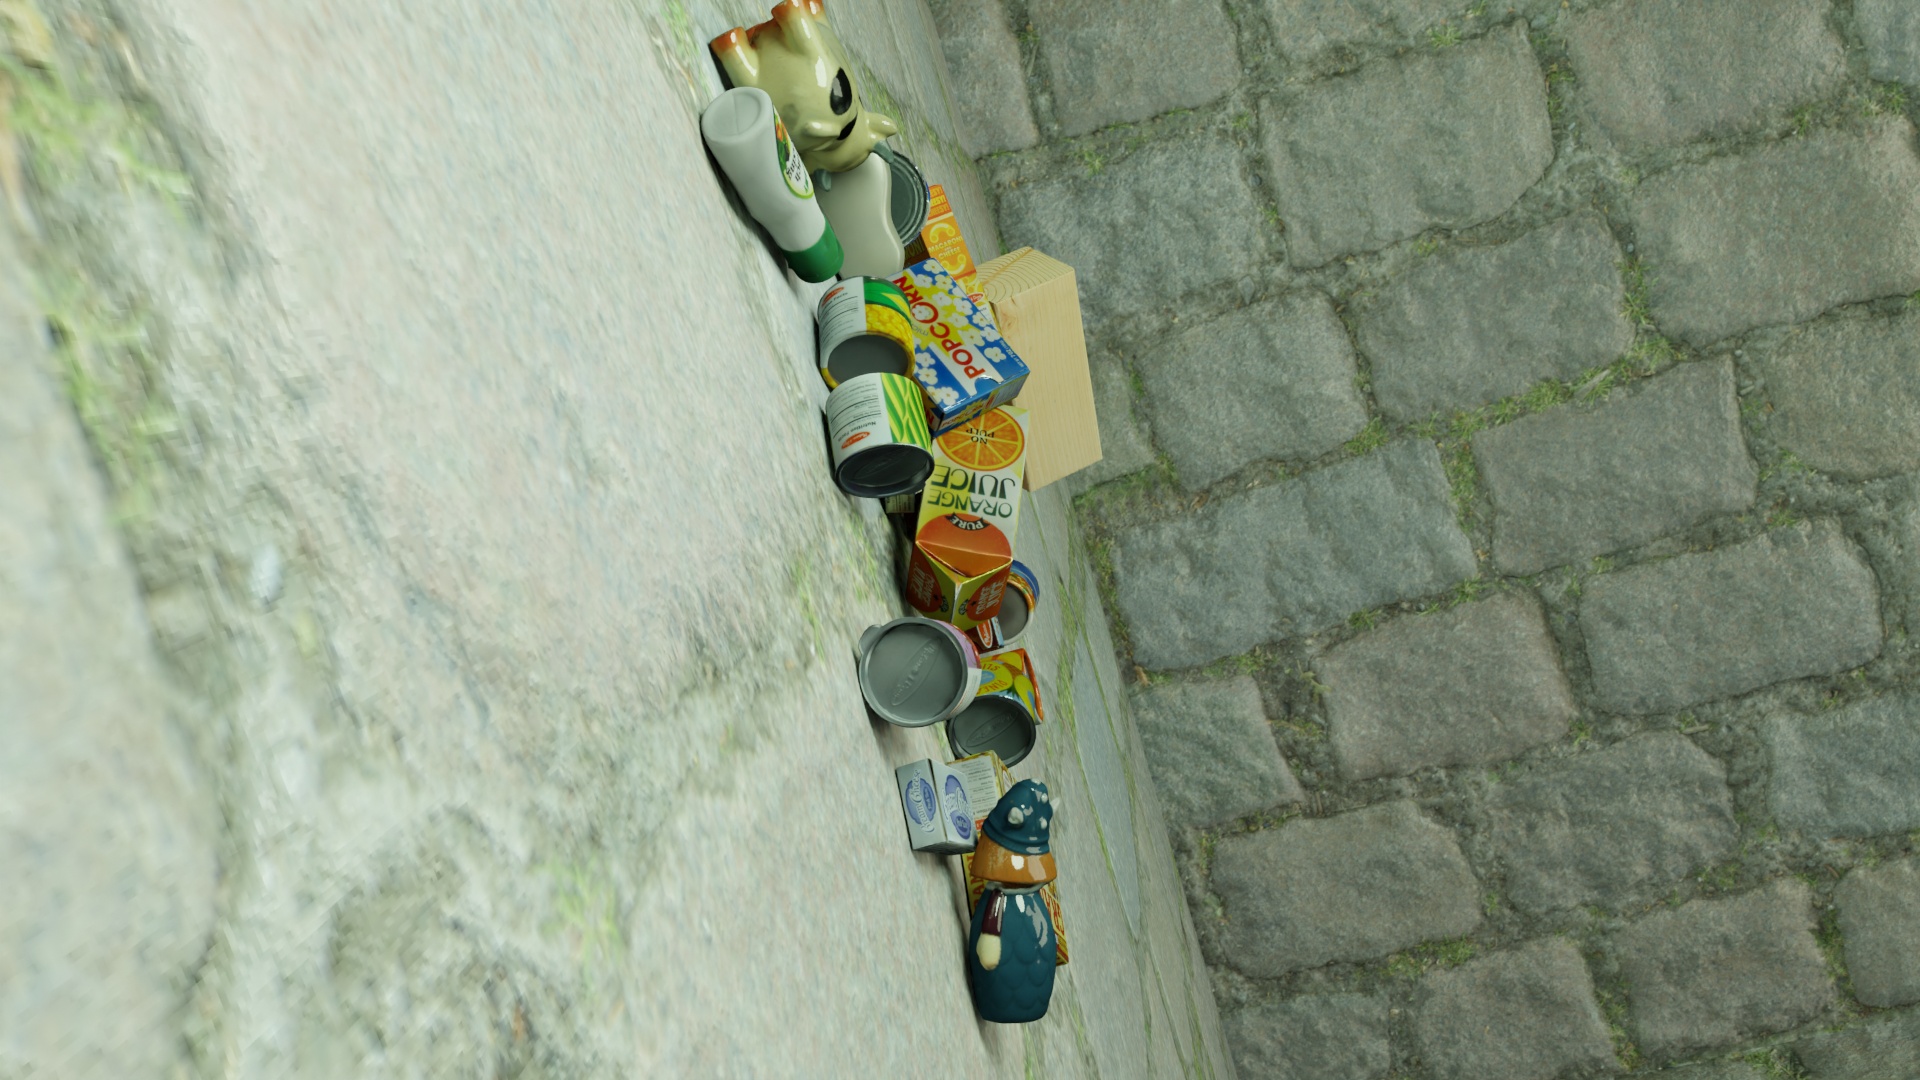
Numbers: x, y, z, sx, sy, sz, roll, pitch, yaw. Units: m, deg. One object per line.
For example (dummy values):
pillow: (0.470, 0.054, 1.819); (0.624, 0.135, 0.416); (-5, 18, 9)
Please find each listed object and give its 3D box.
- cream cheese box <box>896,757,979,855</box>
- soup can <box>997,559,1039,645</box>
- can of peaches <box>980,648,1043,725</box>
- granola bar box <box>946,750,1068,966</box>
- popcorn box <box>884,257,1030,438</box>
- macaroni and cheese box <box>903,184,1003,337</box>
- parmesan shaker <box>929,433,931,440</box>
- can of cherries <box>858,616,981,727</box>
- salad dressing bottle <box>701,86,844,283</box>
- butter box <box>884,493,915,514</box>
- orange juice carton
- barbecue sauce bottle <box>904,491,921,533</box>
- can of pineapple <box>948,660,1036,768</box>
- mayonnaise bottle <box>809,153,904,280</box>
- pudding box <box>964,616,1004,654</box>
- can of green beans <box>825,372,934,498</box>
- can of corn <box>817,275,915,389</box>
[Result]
cream cheese box: (-0.013, 0.173, 0.894); (0.103, 0.024, 0.053); (50, 26, -70)
soup can: (0.036, 0.055, 1.282); (0.084, 0.071, 0.071); (-57, 131, -78)
can of peaches: (0.033, 0.126, 1.156); (0.071, 0.058, 0.071); (-17, 92, -81)
granola bar box: (0.038, 0.244, 1.044); (0.165, 0.039, 0.125); (60, 17, -58)
popcorn box: (-0.020, -0.148, 1.053); (0.127, 0.085, 0.038); (51, -30, 17)
macaroni and cheese box: (-0.021, -0.233, 1.286); (0.166, 0.040, 0.123); (68, -18, -8)
parmesan shaker: (-0.027, -0.150, 1.237); (0.071, 0.071, 0.102); (-86, 159, -66)
can of cherries: (-0.025, 0.078, 0.851); (0.058, 0.071, 0.071); (26, 50, -79)
salad dressing bottle: (-0.114, -0.218, 0.874); (0.147, 0.044, 0.064); (59, 16, -61)
butter box: (-0.047, -0.073, 1.021); (0.103, 0.024, 0.053); (90, -5, -47)
orange juice carton: (0.004, -0.013, 1.033); (0.071, 0.073, 0.194); (103, -4, -51)
barbecue sauce bottle: (-0.009, 0.000, 1.161); (0.148, 0.043, 0.065); (53, 24, -67)
can of pineapple: (0.024, 0.132, 1.063); (0.058, 0.071, 0.070); (-86, 159, -68)
mayonnaise bottle: (-0.075, -0.237, 1.104); (0.041, 0.065, 0.147); (-81, 158, -74)
pudding box: (0.000, 0.052, 1.104); (0.030, 0.049, 0.084); (25, 49, -77)
can of green beans: (-0.054, -0.069, 0.919); (0.071, 0.071, 0.058); (60, 17, -60)
can of corn: (-0.064, -0.140, 0.969); (0.071, 0.071, 0.058); (65, 14, -48)
